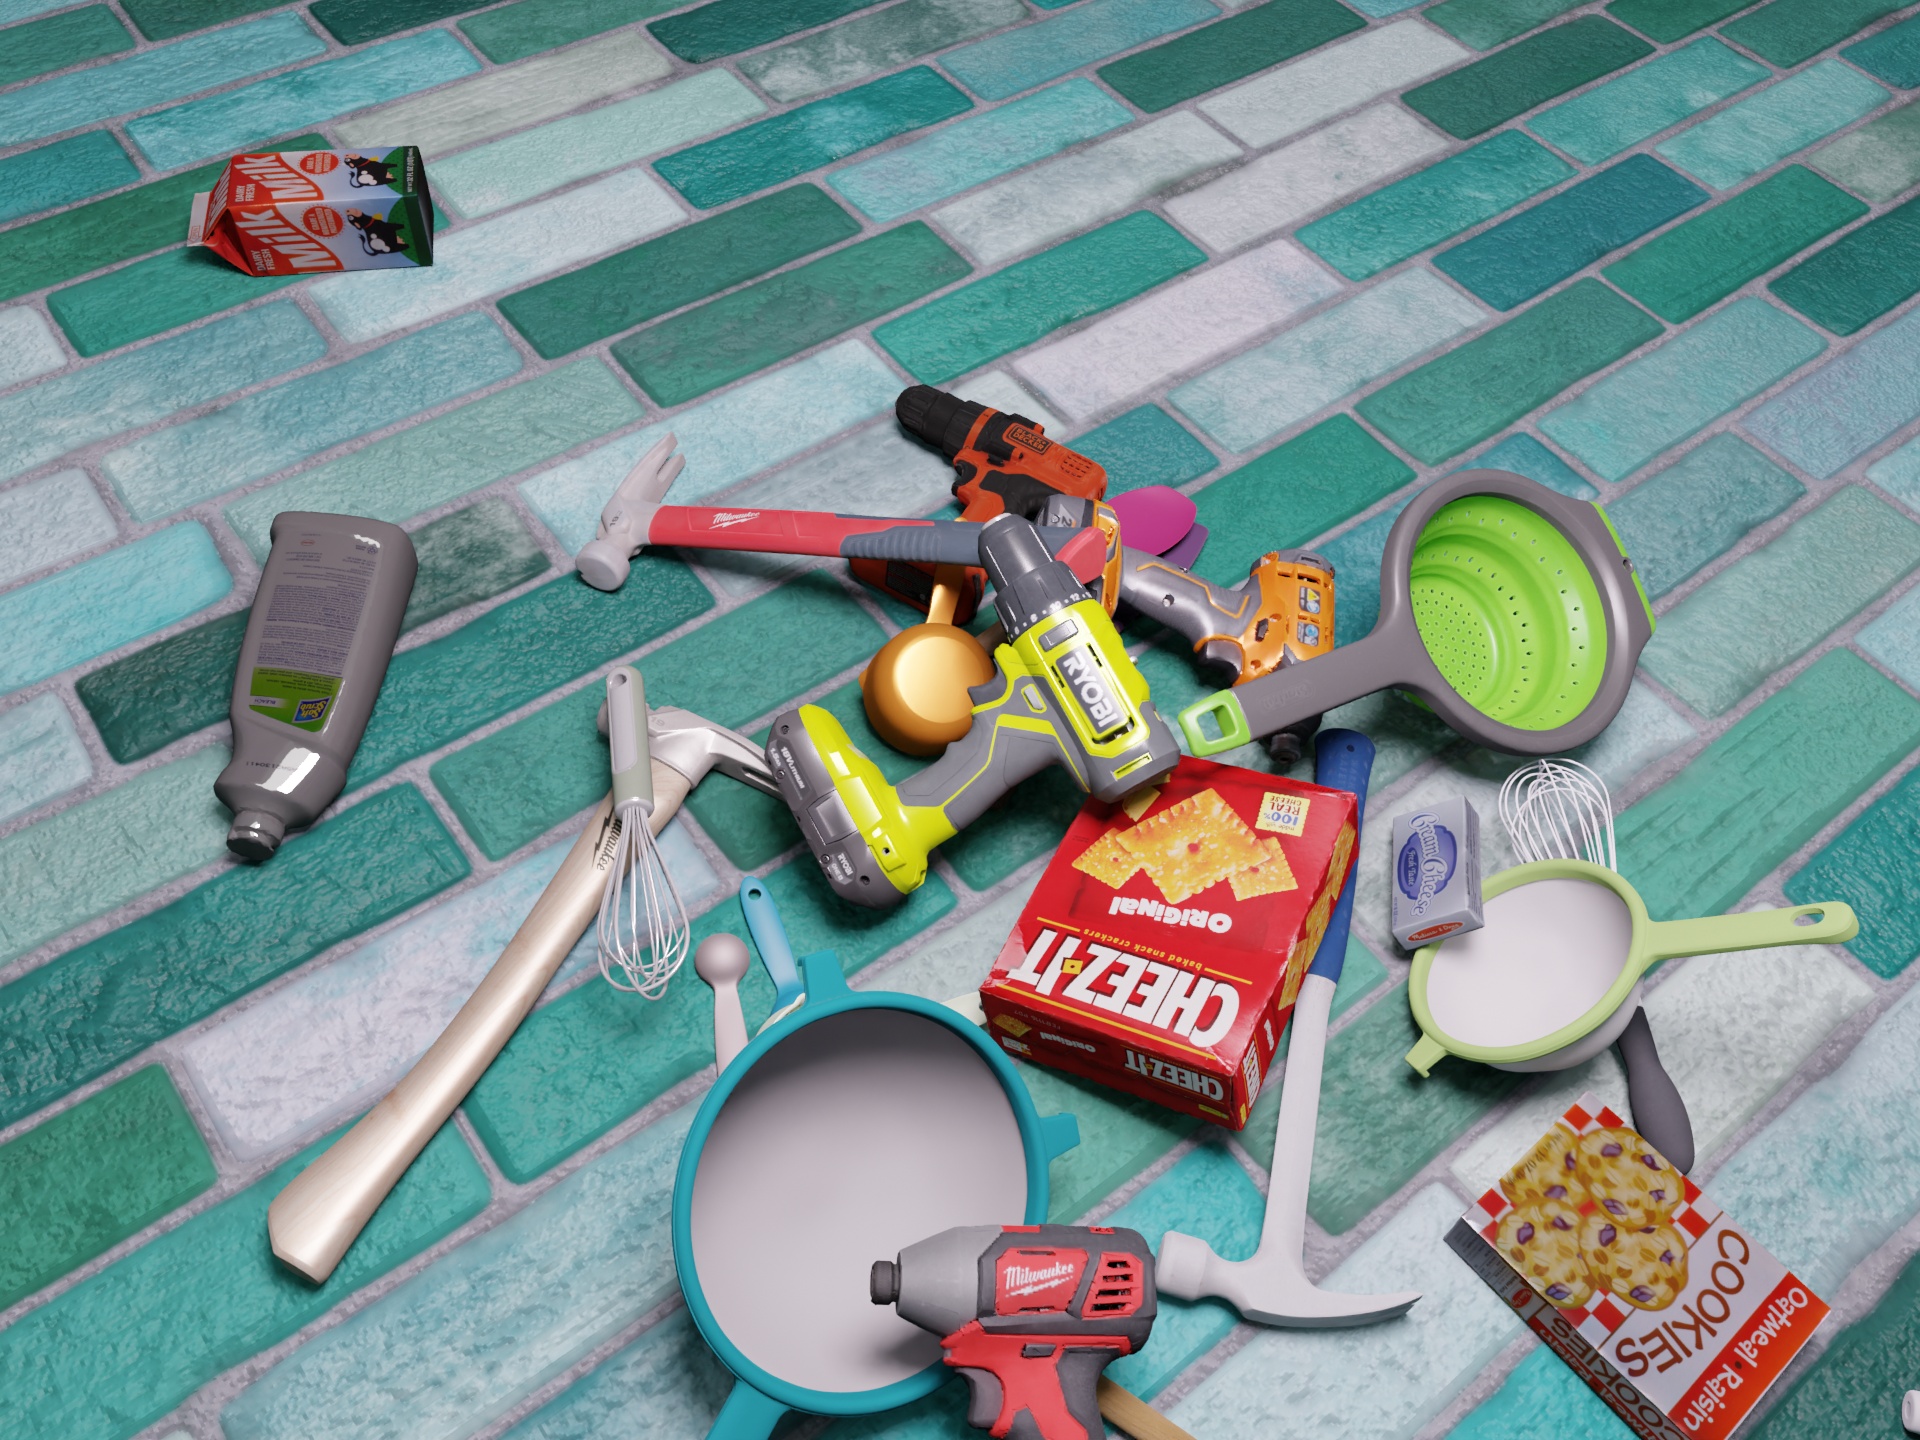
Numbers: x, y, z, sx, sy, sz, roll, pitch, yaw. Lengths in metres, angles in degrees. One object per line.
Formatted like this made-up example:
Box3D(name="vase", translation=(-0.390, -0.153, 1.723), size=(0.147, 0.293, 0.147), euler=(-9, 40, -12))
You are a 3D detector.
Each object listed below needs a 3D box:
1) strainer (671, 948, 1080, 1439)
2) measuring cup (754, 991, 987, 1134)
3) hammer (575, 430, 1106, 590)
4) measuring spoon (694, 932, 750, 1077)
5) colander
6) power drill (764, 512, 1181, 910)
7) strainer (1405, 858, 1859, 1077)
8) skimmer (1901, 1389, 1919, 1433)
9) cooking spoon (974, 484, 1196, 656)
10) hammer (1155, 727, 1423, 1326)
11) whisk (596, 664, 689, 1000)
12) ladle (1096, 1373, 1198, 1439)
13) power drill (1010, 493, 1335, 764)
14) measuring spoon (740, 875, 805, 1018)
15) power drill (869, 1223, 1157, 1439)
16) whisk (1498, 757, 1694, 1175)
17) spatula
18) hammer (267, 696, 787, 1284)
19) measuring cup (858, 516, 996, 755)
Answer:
Box3D(name="strainer", translation=(-0.095, 0.301, 0.829), size=(0.210, 0.095, 0.340), euler=(37, 70, -19))
Box3D(name="measuring cup", translation=(-0.050, 0.192, 0.950), size=(0.167, 0.038, 0.083), euler=(-13, 81, -33))
Box3D(name="hammer", translation=(-0.080, -0.141, 1.118), size=(0.386, 0.038, 0.143), euler=(6, 51, 24))
Box3D(name="measuring spoon", translation=(-0.139, 0.182, 0.960), size=(0.034, 0.018, 0.124), euler=(-6, 55, -10))
Box3D(name="colander", translation=(0.294, -0.041, 1.086), size=(0.397, 0.094, 0.204), euler=(-19, 83, -25))
Box3D(name="power drill", translation=(-0.002, -0.003, 0.996), size=(0.228, 0.080, 0.191), euler=(-30, 80, 5))
Box3D(name="strainer", translation=(0.395, 0.150, 0.937), size=(0.256, 0.069, 0.152), euler=(-16, 35, 40))
Box3D(name="skimmer", translation=(0.696, 0.426, 0.850), size=(0.363, 0.090, 0.127), euler=(10, 55, 15))
Box3D(name="cooking spoon", translation=(0.058, -0.086, 1.169), size=(0.319, 0.017, 0.069), euler=(-38, 59, -25))
Box3D(name="hammer", translation=(0.225, 0.174, 0.988), size=(0.144, 0.035, 0.406), euler=(14, 54, 5))
Box3D(name="whisk", translation=(-0.202, 0.062, 0.984), size=(0.058, 0.059, 0.247), euler=(-22, 52, 11))
Box3D(name="ladle", translation=(0.126, 0.386, 0.830), size=(0.315, 0.031, 0.069), euler=(29, 55, 17))
Box3D(name="power drill", translation=(0.154, -0.061, 1.113), size=(0.226, 0.084, 0.164), euler=(13, 59, -9))
Box3D(name="measuring spoon", translation=(-0.112, 0.146, 0.986), size=(0.042, 0.021, 0.129), euler=(-17, 59, -17))
Box3D(name="power drill", translation=(0.024, 0.358, 0.770), size=(0.143, 0.078, 0.220), euler=(4, 69, -8))
Box3D(name="whisk", translation=(0.412, 0.148, 1.014), size=(0.070, 0.070, 0.285), euler=(-3, 59, -8))
Box3D(name="spatula", translation=(0.096, -0.051, 1.153), size=(0.060, 0.018, 0.316), euler=(21, 53, 20))
Box3D(name="hammer", translation=(-0.256, 0.153, 0.961), size=(0.146, 0.038, 0.411), euler=(25, 56, 11))
Box3D(name="measuring cup", translation=(-0.011, -0.063, 1.088), size=(0.095, 0.052, 0.174), euler=(14, 79, -11))
